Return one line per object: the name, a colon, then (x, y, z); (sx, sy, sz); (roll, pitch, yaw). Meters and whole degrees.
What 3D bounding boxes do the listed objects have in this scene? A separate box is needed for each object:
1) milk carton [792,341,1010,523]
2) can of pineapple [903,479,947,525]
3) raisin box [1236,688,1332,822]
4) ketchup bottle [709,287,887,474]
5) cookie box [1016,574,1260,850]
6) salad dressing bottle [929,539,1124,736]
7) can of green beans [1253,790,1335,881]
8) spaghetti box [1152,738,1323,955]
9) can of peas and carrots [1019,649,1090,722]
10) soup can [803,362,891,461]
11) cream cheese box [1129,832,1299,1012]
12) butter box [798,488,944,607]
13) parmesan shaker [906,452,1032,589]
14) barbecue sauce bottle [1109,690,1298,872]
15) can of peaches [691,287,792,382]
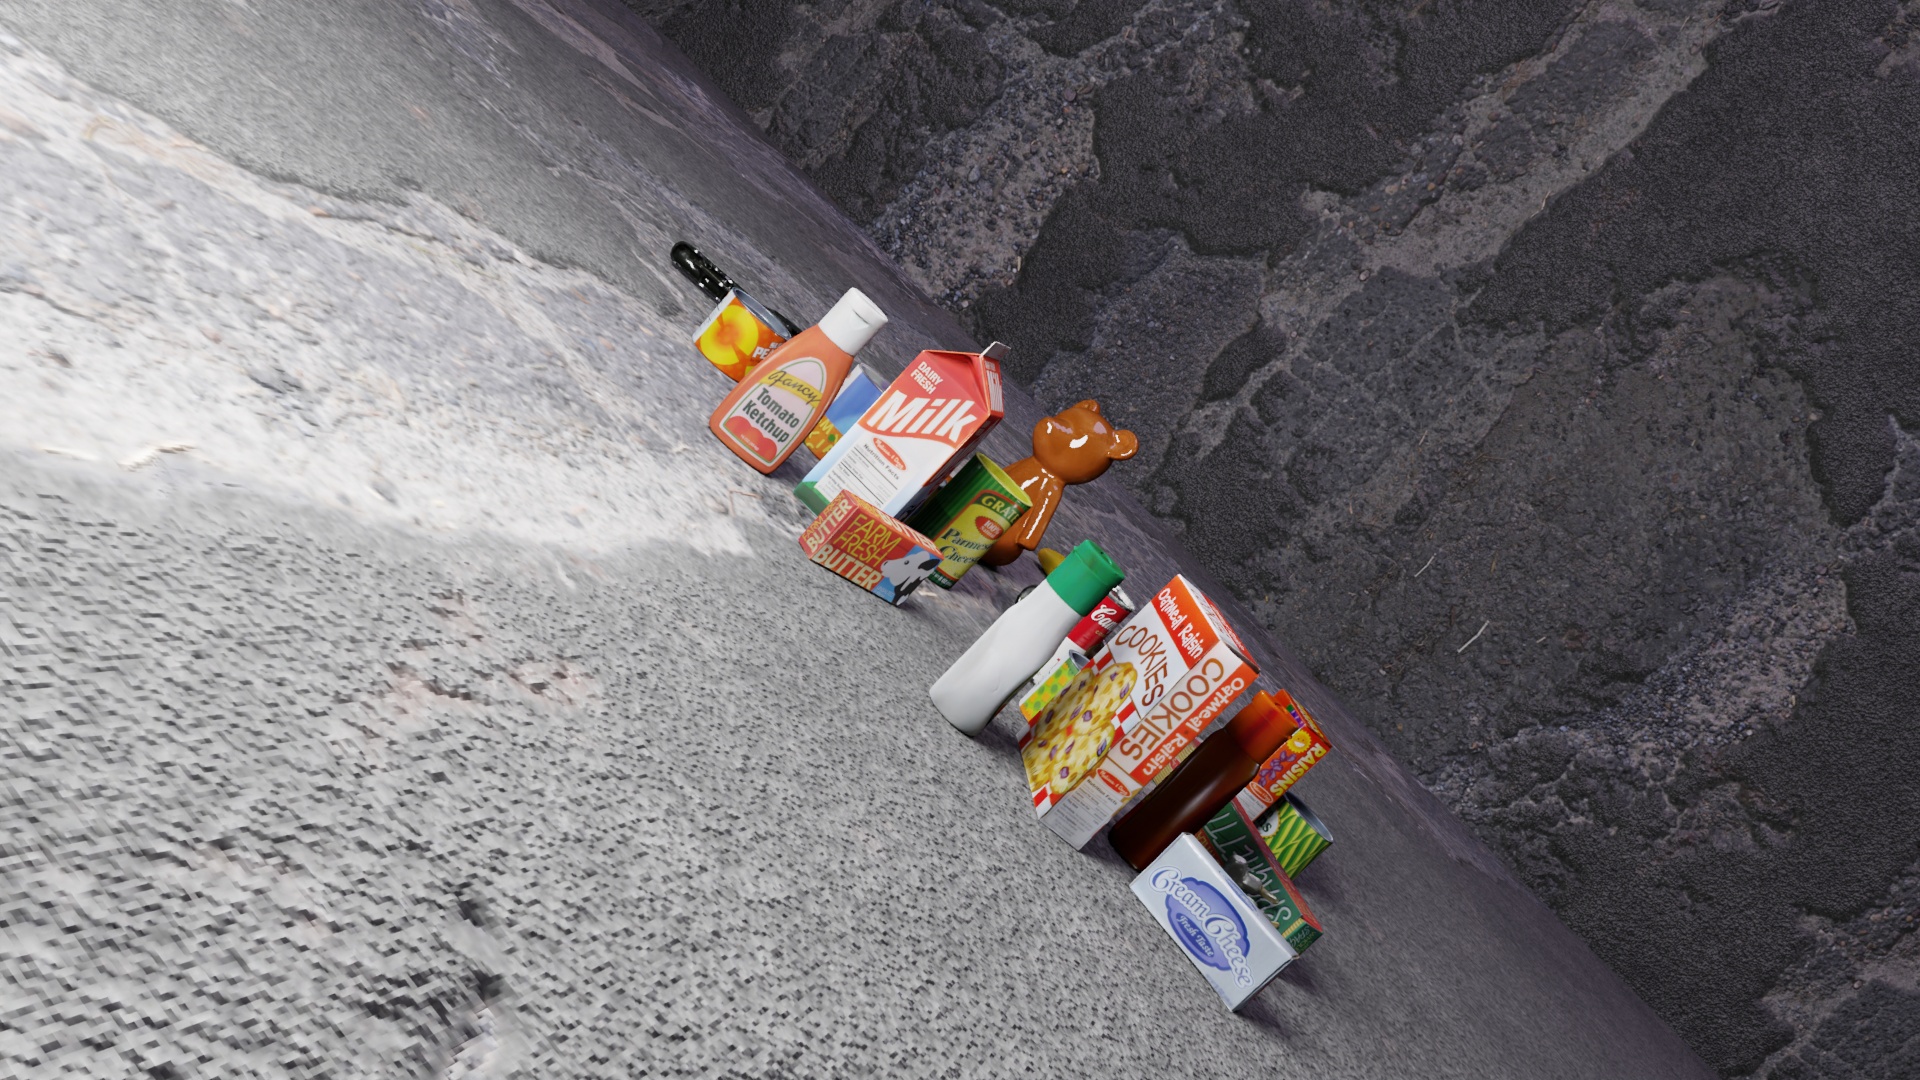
milk carton: (-0.033, -0.082, 1.072); (0.073, 0.190, 0.072); (45, 10, 5)
can of pineapple: (-0.054, -0.049, 1.228); (0.071, 0.058, 0.071); (42, 11, -9)
raisin box: (0.277, 0.205, 1.287); (0.040, 0.123, 0.086); (42, 10, -12)
ketchup bottle: (-0.116, -0.121, 1.030); (0.064, 0.148, 0.044); (41, 10, -15)
cookie box: (0.115, 0.111, 0.933); (0.040, 0.167, 0.123); (41, 11, -16)
salad dressing bottle: (0.044, 0.063, 0.913); (0.044, 0.147, 0.064); (43, 10, -3)
can of green beans: (0.304, 0.275, 1.293); (0.071, 0.057, 0.071); (42, 11, -9)
spaghetti box: (0.213, 0.242, 1.109); (0.028, 0.050, 0.251); (39, 12, -26)
can of peas and carrots: (0.089, 0.129, 1.066); (0.071, 0.058, 0.071); (42, 11, -9)
soup can: (-0.090, -0.103, 1.232); (0.071, 0.083, 0.071); (42, 10, -9)
cream cheese box: (0.163, 0.246, 0.898); (0.104, 0.053, 0.024); (49, 11, 25)
butter box: (-0.063, 0.007, 0.994); (0.103, 0.053, 0.024); (33, 15, -46)
parmesan shaker: (0.004, -0.015, 1.187); (0.071, 0.103, 0.071); (42, 10, -9)
barbecue sauce bottle: (0.172, 0.169, 0.972); (0.044, 0.148, 0.065); (47, 11, 19)
can of peaches: (-0.191, -0.177, 1.217); (0.071, 0.058, 0.071); (42, 11, -9)
